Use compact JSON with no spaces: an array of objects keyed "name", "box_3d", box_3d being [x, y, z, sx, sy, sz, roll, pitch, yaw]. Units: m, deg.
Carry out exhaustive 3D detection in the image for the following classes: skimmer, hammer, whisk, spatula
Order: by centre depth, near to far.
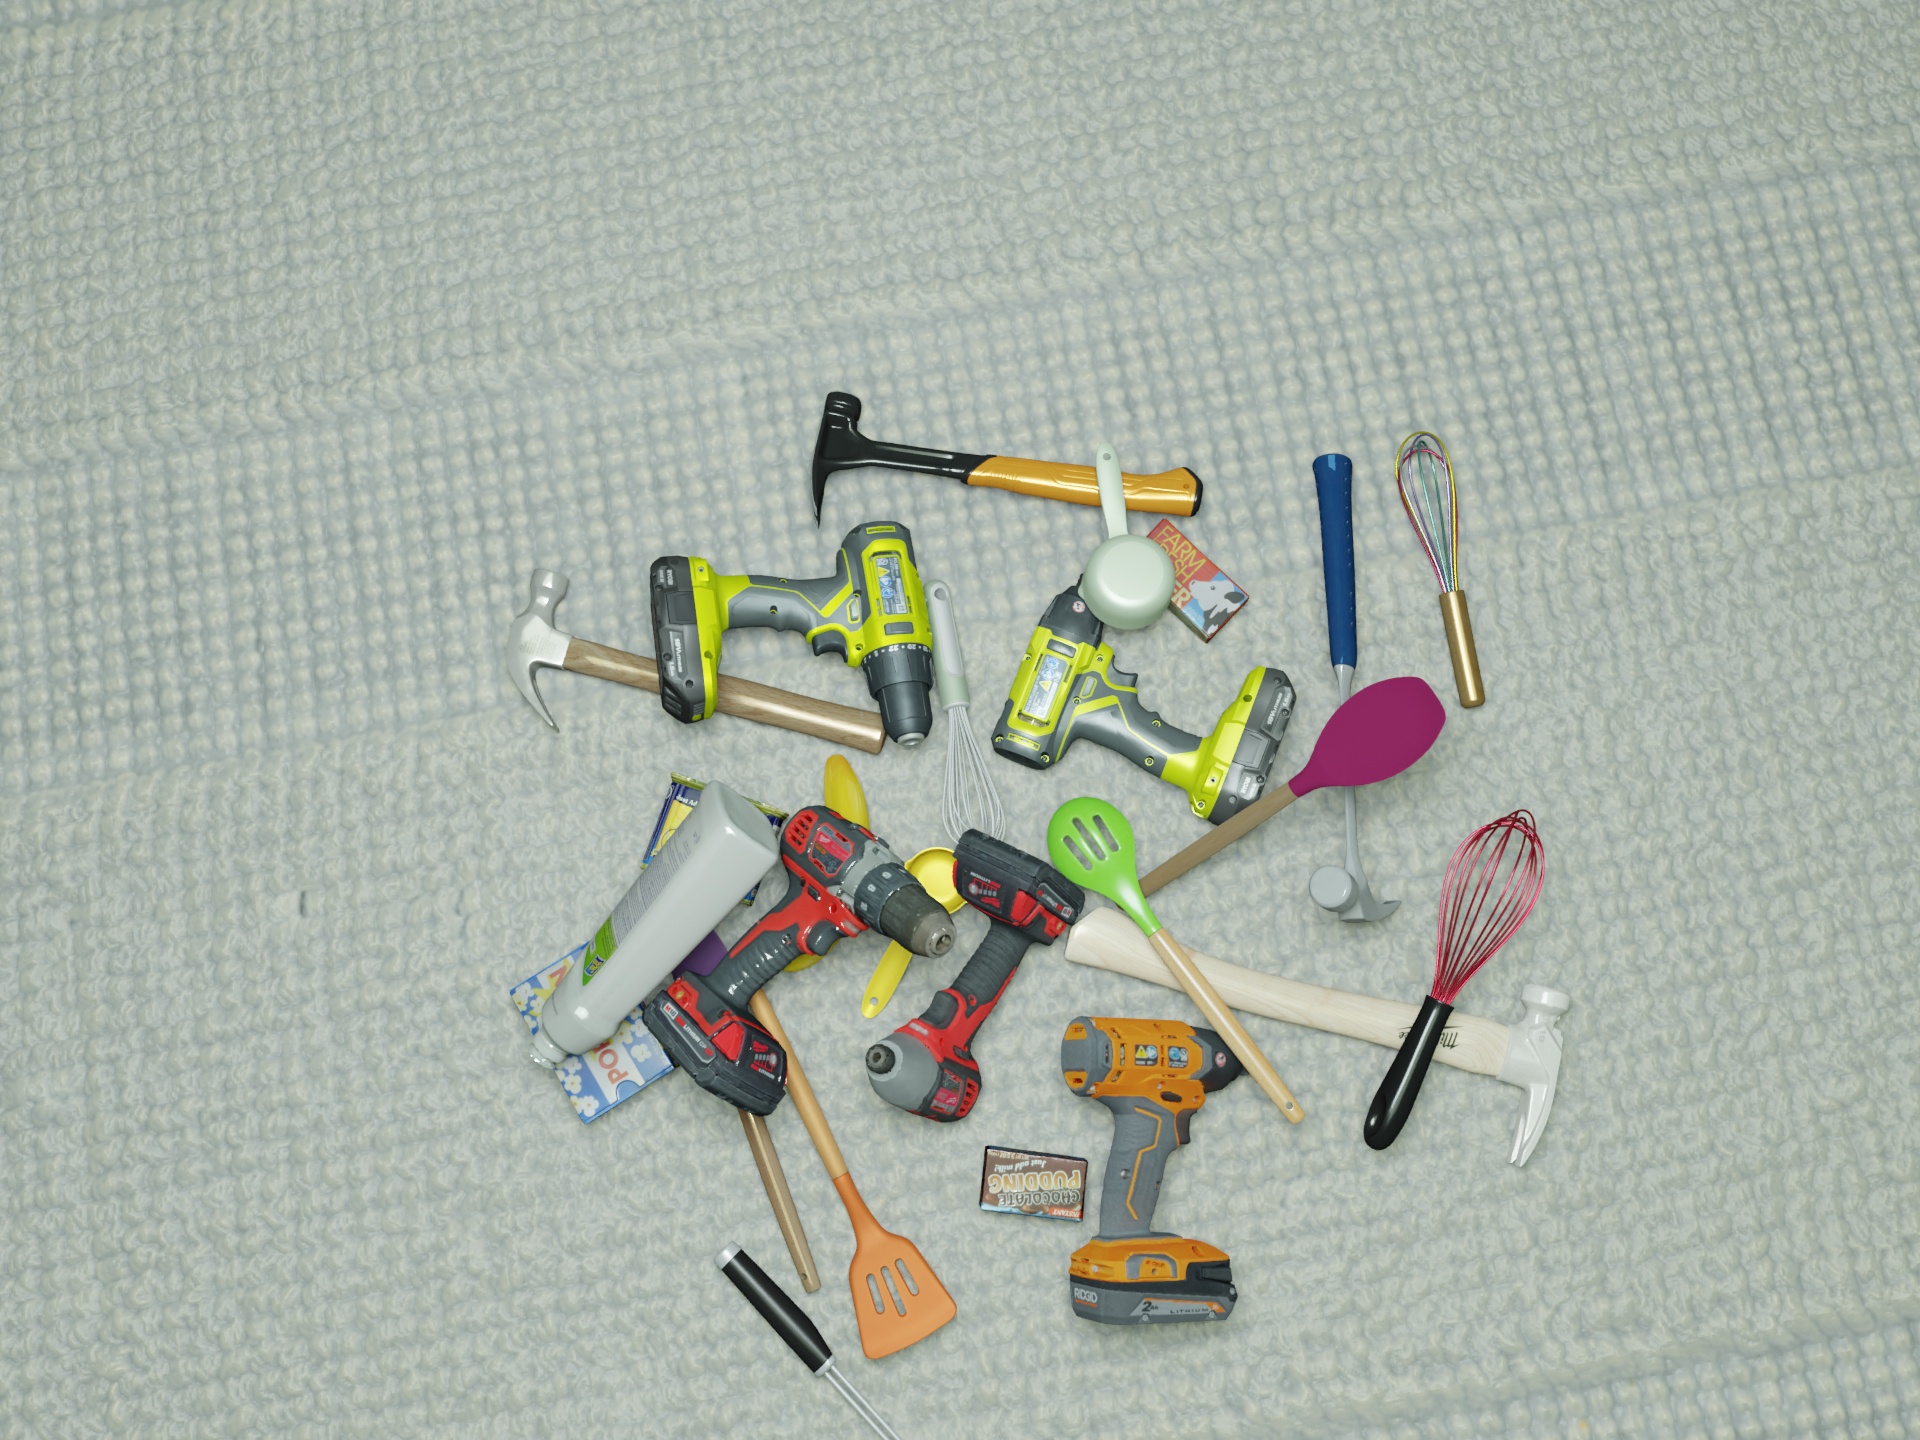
[{"name":"skimmer","box_3d":[-0.075,0.555,1.216,0.363,0.090,0.127,45,114,9]},{"name":"whisk","box_3d":[0.389,0.205,1.264,0.073,0.073,0.296,25,88,4]},{"name":"spatula","box_3d":[-0.107,0.344,1.276,0.081,0.041,0.323,-26,83,-4]},{"name":"spatula","box_3d":[-0.173,0.310,1.294,0.060,0.018,0.316,-24,81,22]},{"name":"hammer","box_3d":[0.284,0.242,1.305,0.410,0.038,0.146,15,81,3]},{"name":"hammer","box_3d":[0.322,-0.030,1.328,0.035,0.144,0.406,-9,68,29]},{"name":"whisk","box_3d":[-0.002,-0.004,1.343,0.057,0.059,0.246,-2,73,-29]},{"name":"hammer","box_3d":[-0.224,-0.026,1.351,0.331,0.031,0.130,15,79,2]},{"name":"hammer","box_3d":[0.039,-0.207,1.369,0.337,0.034,0.127,7,64,2]},{"name":"whisk","box_3d":[0.418,-0.131,1.377,0.047,0.051,0.245,-12,83,18]}]

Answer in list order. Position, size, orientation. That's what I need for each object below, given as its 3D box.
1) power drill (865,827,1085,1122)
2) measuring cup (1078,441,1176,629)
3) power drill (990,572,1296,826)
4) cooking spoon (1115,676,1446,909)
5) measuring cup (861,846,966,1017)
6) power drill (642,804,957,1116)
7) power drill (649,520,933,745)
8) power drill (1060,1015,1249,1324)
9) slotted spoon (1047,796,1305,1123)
[{"name":"power drill","box_3d":[0.002,0.206,1.252,0.079,0.143,0.220,23,80,32]},{"name":"measuring cup","box_3d":[0.133,-0.160,1.319,0.083,0.038,0.168,-7,76,-3]},{"name":"power drill","box_3d":[0.157,-0.016,1.332,0.223,0.080,0.171,21,80,6]},{"name":"cooking spoon","box_3d":[0.243,0.067,1.257,0.319,0.017,0.069,-38,72,28]},{"name":"measuring cup","box_3d":[-0.041,0.177,1.324,0.062,0.029,0.156,28,92,4]},{"name":"power drill","box_3d":[-0.118,0.189,1.220,0.188,0.080,0.227,32,82,43]},{"name":"power drill","box_3d":[-0.134,-0.064,1.314,0.228,0.080,0.191,-6,71,-13]},{"name":"power drill","box_3d":[0.162,0.350,1.254,0.164,0.084,0.227,6,75,-23]},{"name":"slotted spoon","box_3d":[0.175,0.190,1.279,0.070,0.031,0.314,-37,76,0]}]
